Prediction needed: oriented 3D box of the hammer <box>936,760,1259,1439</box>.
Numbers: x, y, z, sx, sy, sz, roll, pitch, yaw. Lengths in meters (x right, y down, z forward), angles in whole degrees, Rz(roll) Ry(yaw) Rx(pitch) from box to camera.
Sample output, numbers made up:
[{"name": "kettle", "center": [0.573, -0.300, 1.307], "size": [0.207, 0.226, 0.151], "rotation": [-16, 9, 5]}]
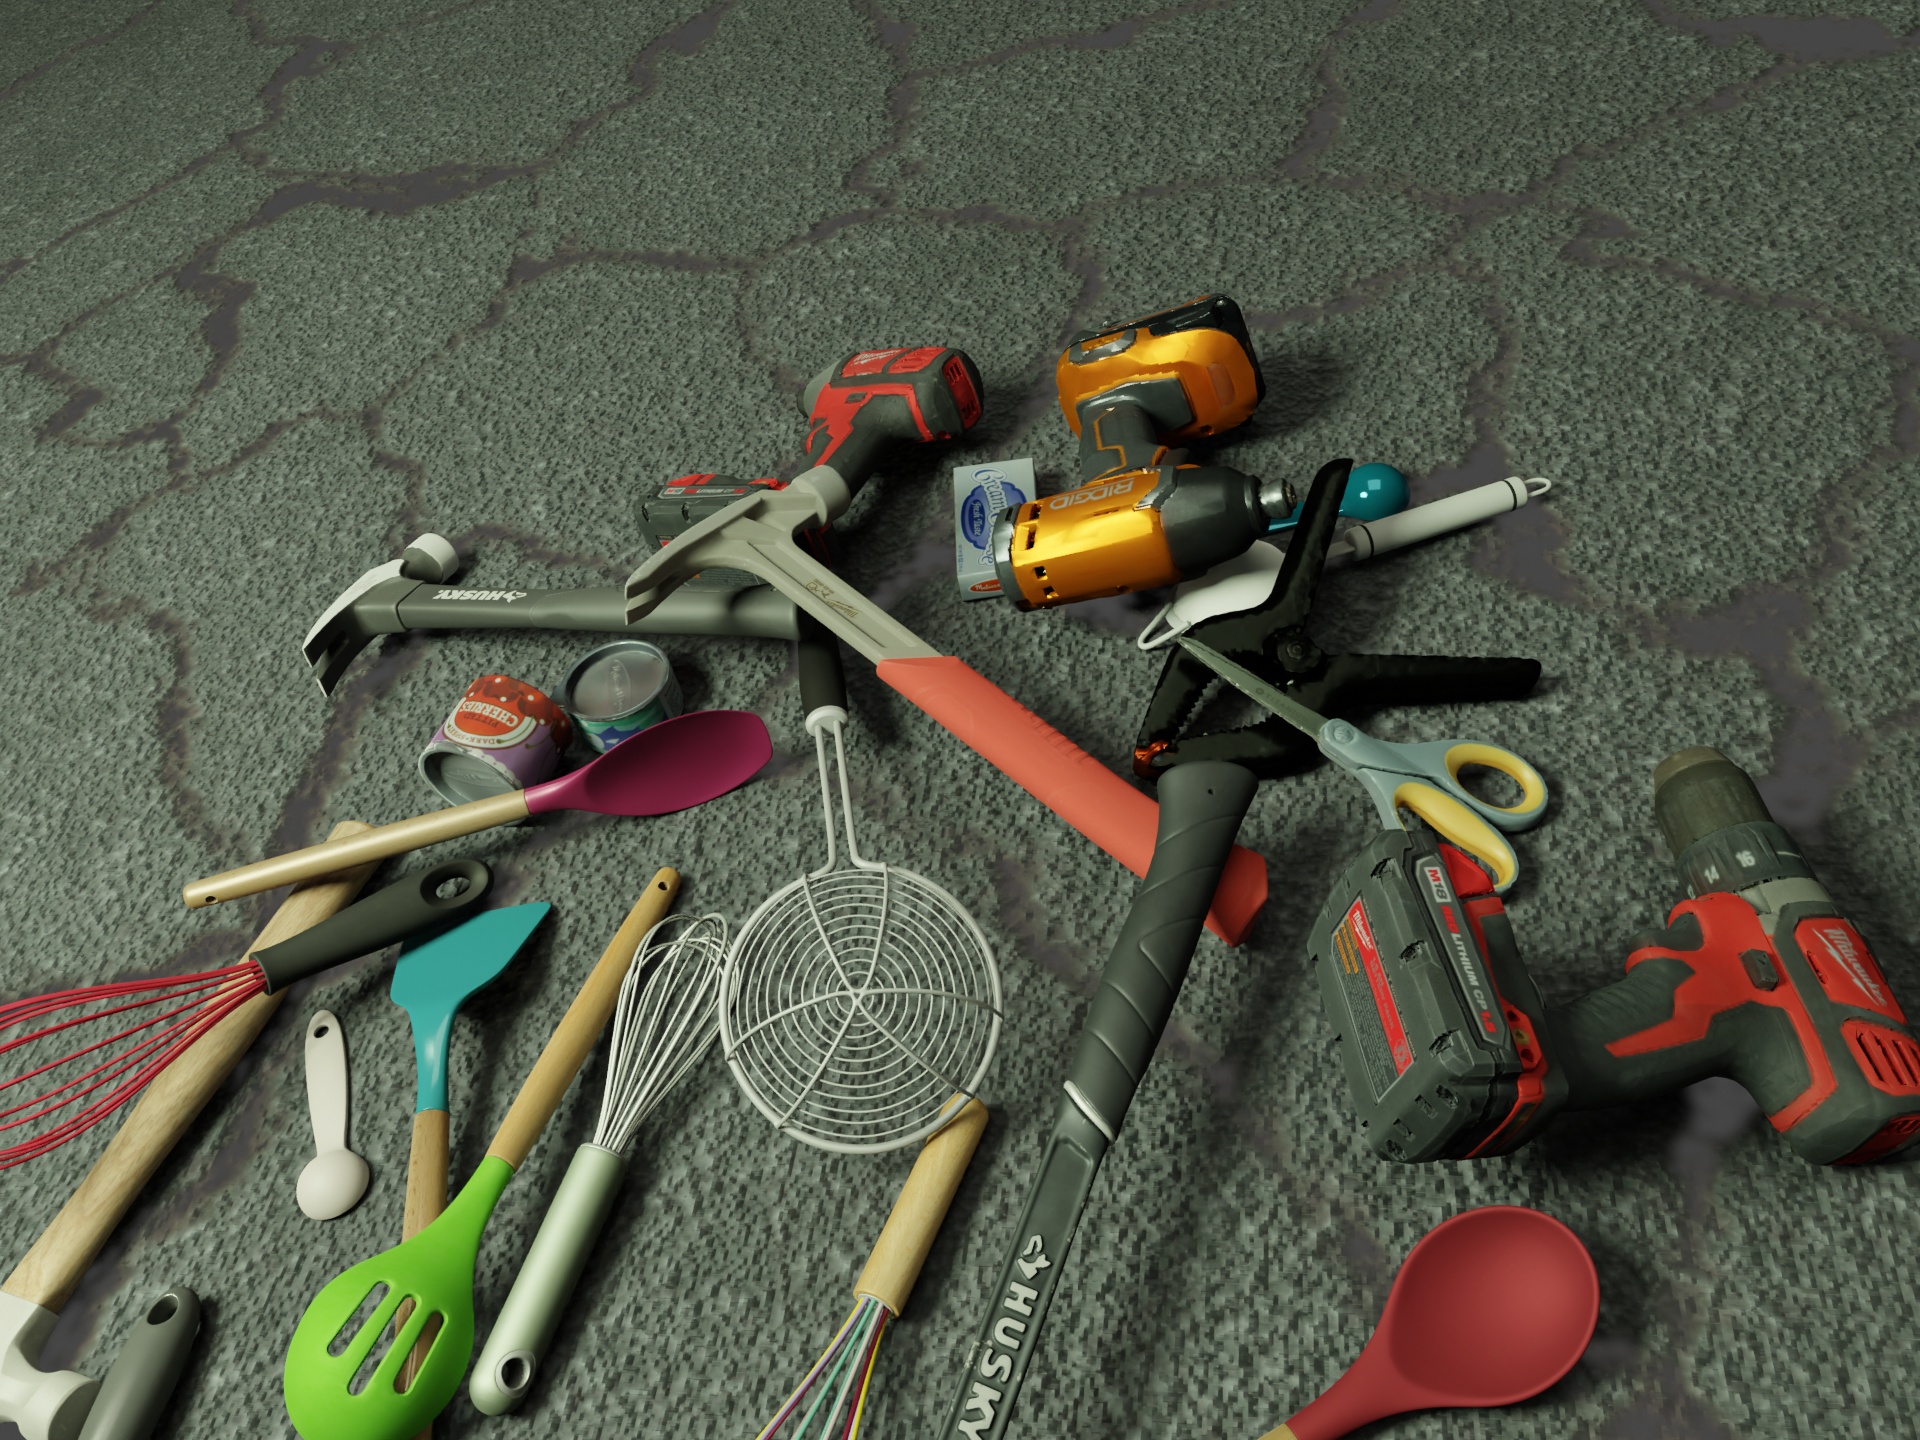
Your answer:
[{"name": "hammer", "center": [0.050, 0.177, 0.638], "size": [0.149, 0.036, 0.409], "rotation": [20, 56, 10]}]

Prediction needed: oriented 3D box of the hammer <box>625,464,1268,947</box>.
[{"name": "hammer", "center": [-0.001, -0.003, 0.805], "size": [0.359, 0.036, 0.149], "rotation": [38, 54, 21]}]

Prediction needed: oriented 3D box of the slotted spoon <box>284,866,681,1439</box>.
[{"name": "slotted spoon", "center": [-0.202, 0.183, 0.737], "size": [0.070, 0.031, 0.314], "rotation": [30, 46, -4]}]

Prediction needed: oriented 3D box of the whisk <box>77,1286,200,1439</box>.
[{"name": "whisk", "center": [-0.371, 0.343, 0.643], "size": [0.055, 0.055, 0.239], "rotation": [-2, 44, 12]}]

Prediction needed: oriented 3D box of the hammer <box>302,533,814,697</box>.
[{"name": "hammer", "center": [-0.236, -0.064, 0.944], "size": [0.335, 0.035, 0.146], "rotation": [3, 36, 24]}]

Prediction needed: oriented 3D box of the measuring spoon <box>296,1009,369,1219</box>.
[{"name": "measuring spoon", "center": [-0.315, 0.189, 0.785], "size": [0.034, 0.018, 0.124], "rotation": [-22, 46, -6]}]

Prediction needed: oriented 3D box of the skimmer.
[{"name": "skimmer", "center": [-0.062, 0.057, 0.819], "size": [0.127, 0.090, 0.364], "rotation": [-9, 32, -4]}]

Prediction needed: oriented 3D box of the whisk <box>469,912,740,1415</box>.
[{"name": "whisk", "center": [-0.161, 0.193, 0.730], "size": [0.059, 0.057, 0.246], "rotation": [-21, 37, 45]}]

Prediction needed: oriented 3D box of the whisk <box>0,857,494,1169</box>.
[{"name": "whisk", "center": [-0.362, 0.132, 0.779], "size": [0.296, 0.073, 0.073], "rotation": [-25, 44, -37]}]

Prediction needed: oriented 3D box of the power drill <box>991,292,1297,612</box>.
[{"name": "power drill", "center": [0.118, -0.156, 0.918], "size": [0.164, 0.084, 0.227], "rotation": [-10, 38, 25]}]

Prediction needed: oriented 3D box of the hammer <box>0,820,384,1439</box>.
[{"name": "hammer", "center": [-0.393, 0.184, 0.800], "size": [0.130, 0.031, 0.331], "rotation": [8, 50, 20]}]

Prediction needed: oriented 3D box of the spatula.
[{"name": "spatula", "center": [-0.242, 0.213, 0.744], "size": [0.082, 0.044, 0.318], "rotation": [-12, 51, 3]}]

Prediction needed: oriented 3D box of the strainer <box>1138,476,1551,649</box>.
[{"name": "strainer", "center": [0.218, -0.101, 0.905], "size": [0.258, 0.050, 0.087], "rotation": [-18, 32, -7]}]

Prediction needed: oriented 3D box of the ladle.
[{"name": "ladle", "center": [0.104, 0.283, 0.589], "size": [0.315, 0.031, 0.069], "rotation": [-30, 50, -11]}]

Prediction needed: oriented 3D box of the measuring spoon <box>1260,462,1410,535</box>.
[{"name": "measuring spoon", "center": [0.203, -0.130, 0.945], "size": [0.128, 0.021, 0.042], "rotation": [-13, 47, 2]}]

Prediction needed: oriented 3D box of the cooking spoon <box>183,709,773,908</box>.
[{"name": "cooking spoon", "center": [-0.257, 0.050, 0.855], "size": [0.319, 0.068, 0.017], "rotation": [-16, 47, -4]}]

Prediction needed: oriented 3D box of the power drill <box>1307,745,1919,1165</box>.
[{"name": "power drill", "center": [0.265, 0.091, 0.652], "size": [0.226, 0.080, 0.188], "rotation": [1, 52, -13]}]

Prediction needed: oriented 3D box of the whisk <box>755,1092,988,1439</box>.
[{"name": "whisk", "center": [-0.047, 0.254, 0.643], "size": [0.047, 0.051, 0.245], "rotation": [7, 47, 27]}]

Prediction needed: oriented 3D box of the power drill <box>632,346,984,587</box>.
[{"name": "power drill", "center": [-0.095, -0.163, 1.008], "size": [0.143, 0.078, 0.220], "rotation": [7, 44, 39]}]
